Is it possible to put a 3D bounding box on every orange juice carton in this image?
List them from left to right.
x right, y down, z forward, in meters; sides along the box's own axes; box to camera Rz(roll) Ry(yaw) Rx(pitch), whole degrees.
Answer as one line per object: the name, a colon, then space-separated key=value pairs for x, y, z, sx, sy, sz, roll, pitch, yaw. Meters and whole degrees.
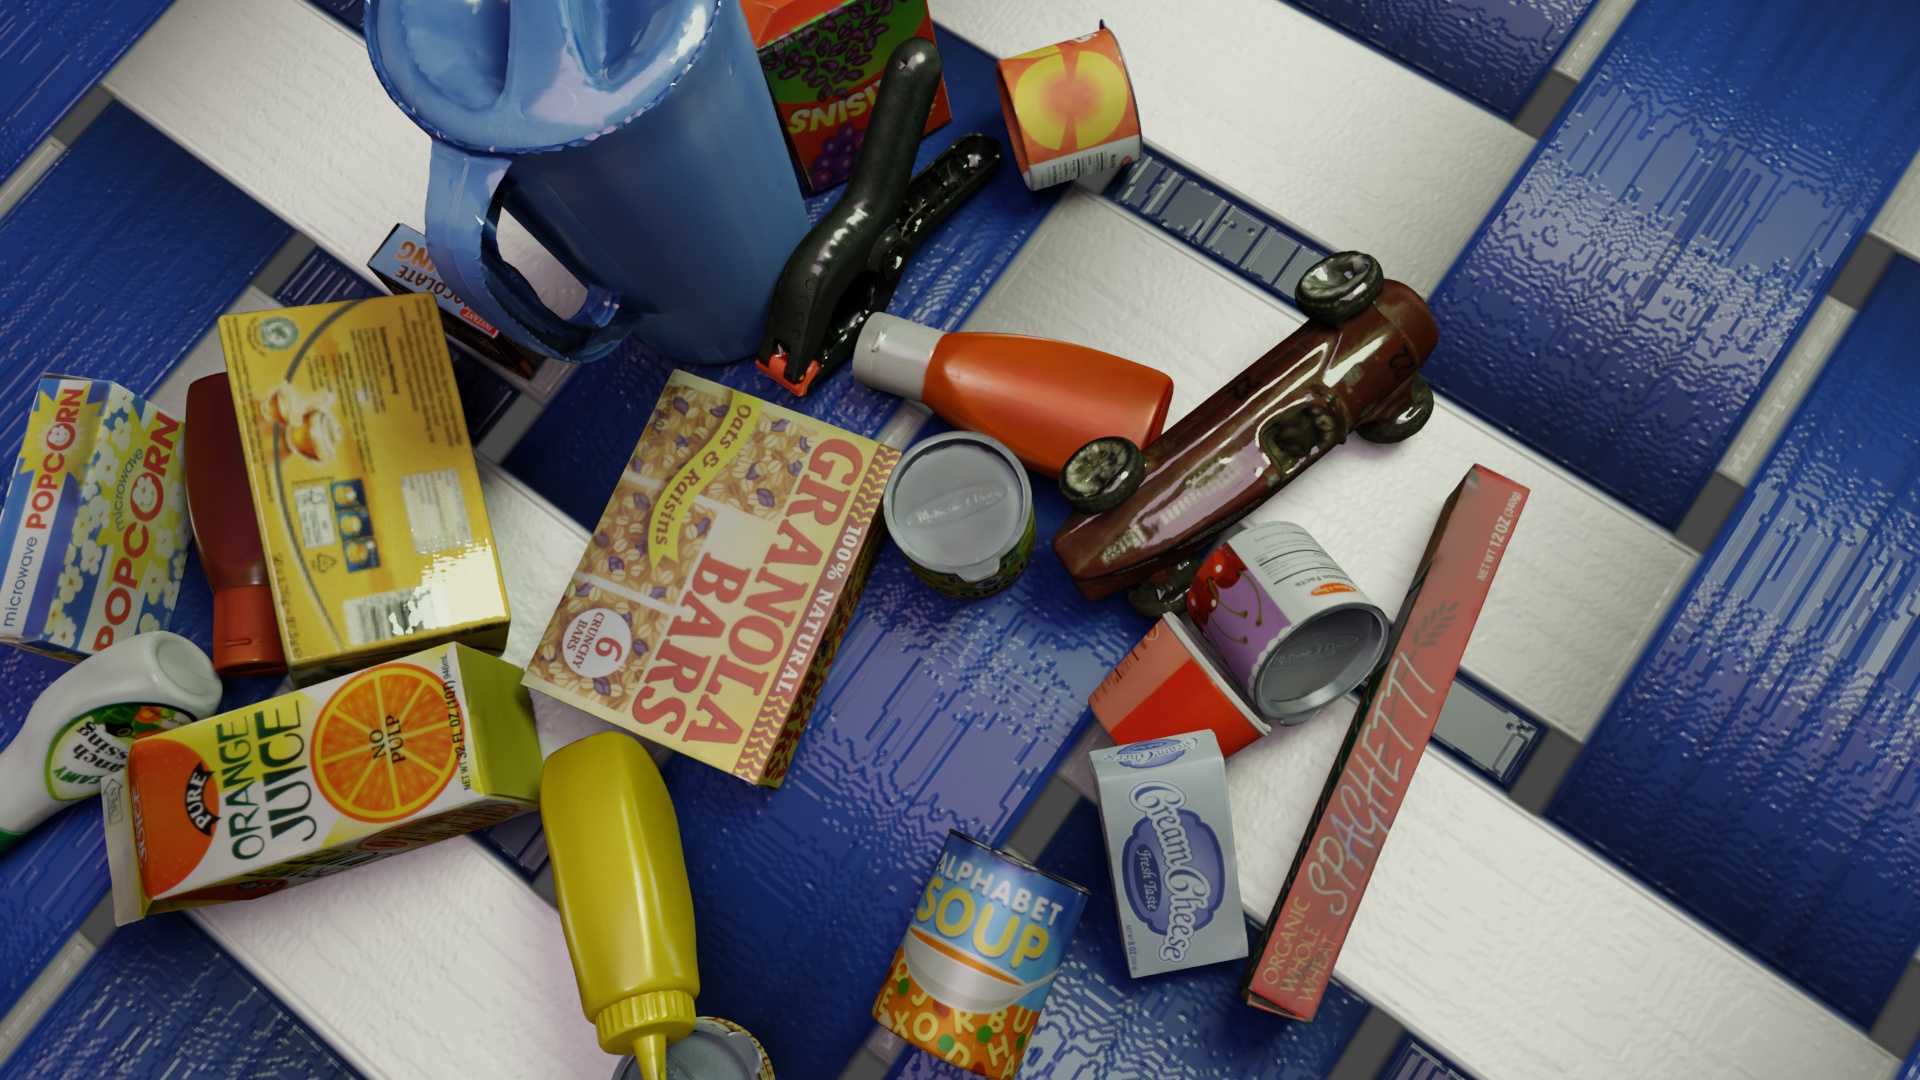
orange juice carton: x=-0.295 y=0.112 z=0.627 sx=0.193 sy=0.073 sz=0.072 roll=-17 pitch=74 yaw=1

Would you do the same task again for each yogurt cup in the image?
yogurt cup: x=0.093 y=0.073 z=0.604 sx=0.054 sy=0.072 sz=0.072 roll=-41 pitch=74 yaw=7

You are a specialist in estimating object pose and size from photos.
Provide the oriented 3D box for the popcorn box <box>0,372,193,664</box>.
popcorn box: x=-0.412 y=-0.005 z=0.666 sx=0.038 sy=0.085 sz=0.127 roll=4 pitch=74 yaw=6

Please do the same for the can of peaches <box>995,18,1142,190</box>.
can of peaches: x=0.053 y=-0.215 z=0.688 sx=0.058 sy=0.071 sz=0.071 roll=-17 pitch=74 yaw=2

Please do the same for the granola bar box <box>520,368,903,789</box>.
granola bar box: x=-0.111 y=0.017 z=0.653 sx=0.124 sy=0.039 sz=0.166 roll=20 pitch=77 yaw=12

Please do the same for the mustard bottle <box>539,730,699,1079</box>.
mustard bottle: x=-0.141 y=0.161 z=0.587 sx=0.049 sy=0.065 sz=0.161 roll=-21 pitch=57 yaw=2

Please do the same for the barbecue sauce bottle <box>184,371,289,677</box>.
barbecue sauce bottle: x=-0.346 y=-0.009 z=0.682 sx=0.065 sy=0.043 sz=0.149 roll=-7 pitch=74 yaw=-3

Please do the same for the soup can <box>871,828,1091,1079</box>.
soup can: x=0.008 y=0.172 z=0.580 sx=0.071 sy=0.071 sz=0.084 roll=22 pitch=78 yaw=11

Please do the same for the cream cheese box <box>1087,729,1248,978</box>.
cream cheese box: x=0.088 y=0.131 z=0.580 sx=0.053 sy=0.024 sz=0.103 roll=-11 pitch=113 yaw=1

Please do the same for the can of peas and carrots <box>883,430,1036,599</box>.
can of peas and carrots: x=0.002 y=-0.008 z=0.639 sx=0.071 sy=0.058 sz=0.071 roll=-1 pitch=75 yaw=5

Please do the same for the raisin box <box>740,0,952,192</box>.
raisin box: x=-0.055 y=-0.232 z=0.675 sx=0.086 sy=0.123 sz=0.040 roll=-29 pitch=72 yaw=-3

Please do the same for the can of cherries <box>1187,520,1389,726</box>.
can of cherries: x=0.139 y=0.036 z=0.601 sx=0.071 sy=0.071 sz=0.058 roll=-30 pitch=47 yaw=-3

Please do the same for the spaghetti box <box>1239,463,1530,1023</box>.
spaghetti box: x=0.182 y=0.086 z=0.599 sx=0.029 sy=0.050 sz=0.250 roll=24 pitch=78 yaw=13

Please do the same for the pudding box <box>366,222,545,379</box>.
pudding box: x=-0.250 y=-0.120 z=0.701 sx=0.084 sy=0.049 sz=0.030 roll=30 pitch=76 yaw=13

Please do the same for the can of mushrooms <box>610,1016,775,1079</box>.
can of mushrooms: x=-0.112 y=0.238 z=0.594 sx=0.071 sy=0.033 sz=0.071 roll=-2 pitch=74 yaw=6

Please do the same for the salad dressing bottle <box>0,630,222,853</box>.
salad dressing bottle: x=-0.420 y=0.102 z=0.652 sx=0.147 sy=0.064 sz=0.044 roll=-36 pitch=55 yaw=4

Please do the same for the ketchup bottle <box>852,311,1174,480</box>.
ketchup bottle: x=0.023 y=-0.071 z=0.662 sx=0.149 sy=0.043 sz=0.065 roll=20 pitch=82 yaw=11
